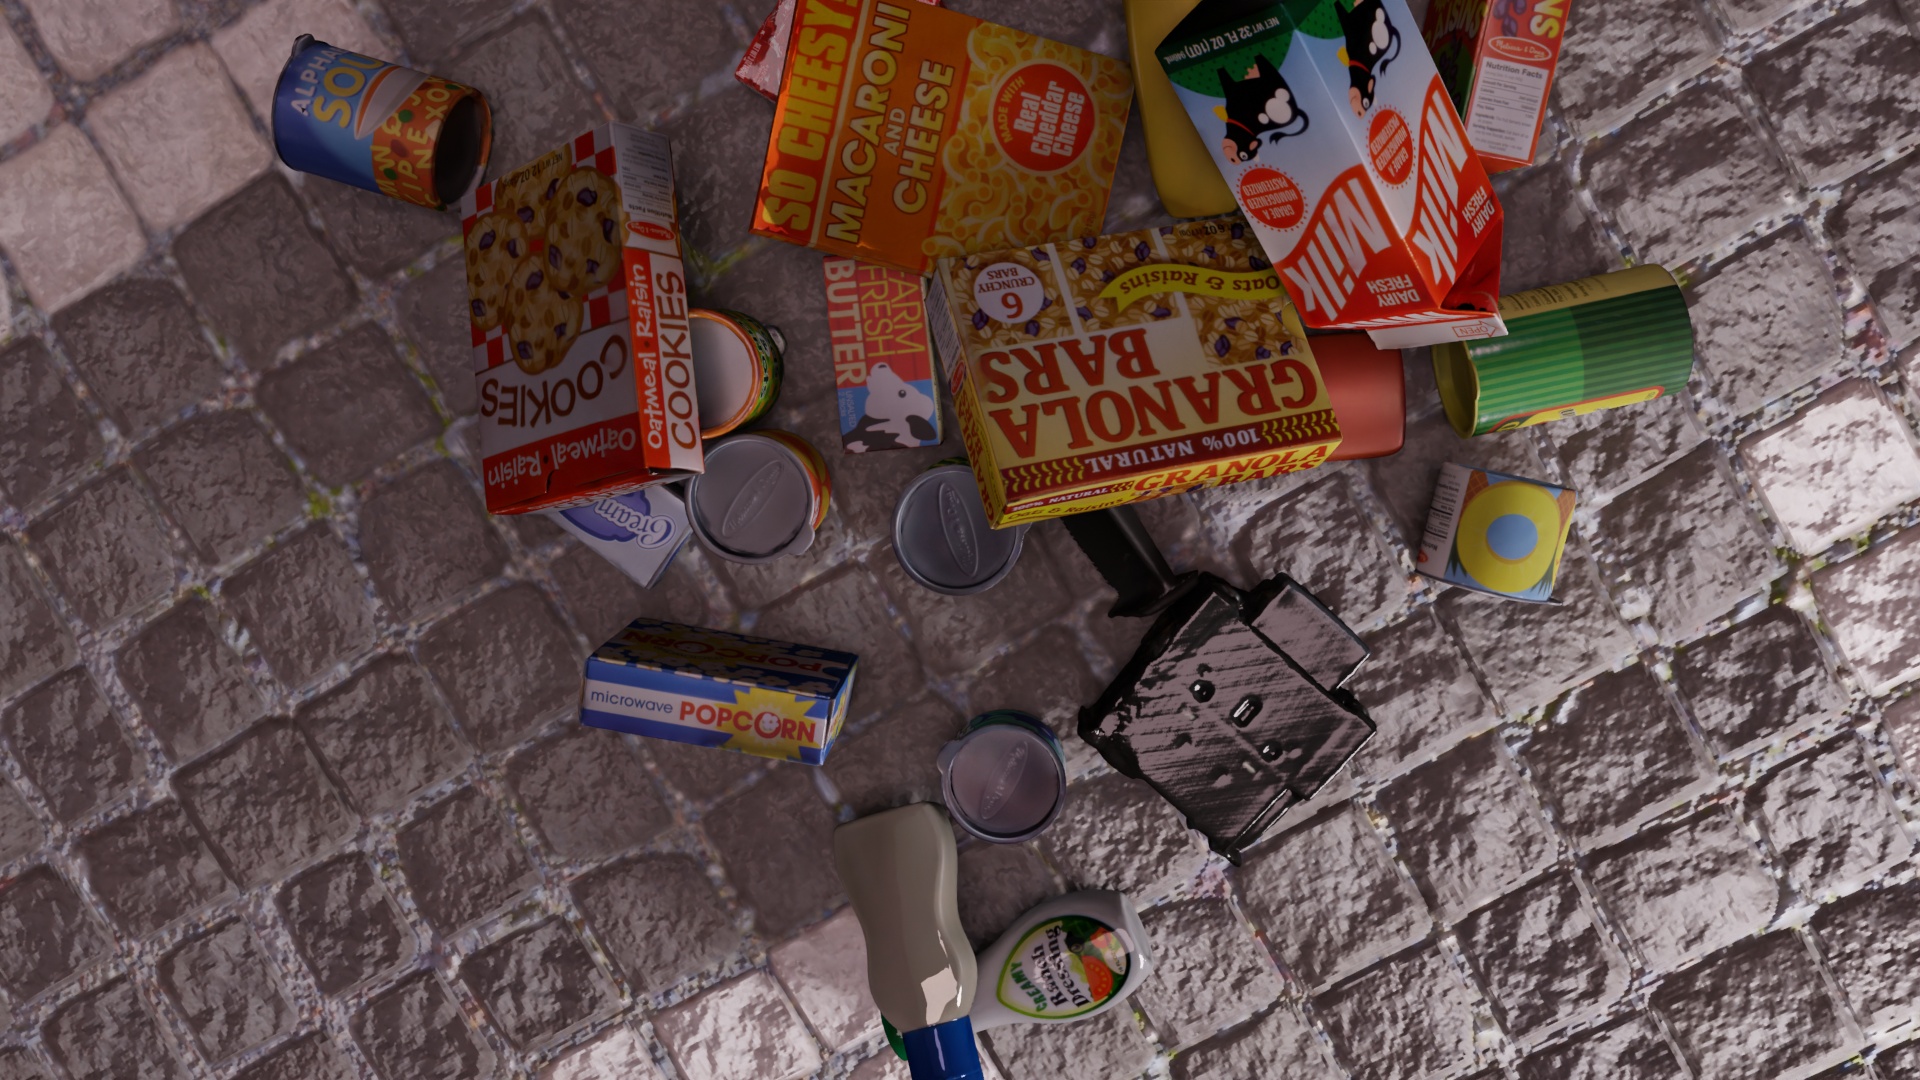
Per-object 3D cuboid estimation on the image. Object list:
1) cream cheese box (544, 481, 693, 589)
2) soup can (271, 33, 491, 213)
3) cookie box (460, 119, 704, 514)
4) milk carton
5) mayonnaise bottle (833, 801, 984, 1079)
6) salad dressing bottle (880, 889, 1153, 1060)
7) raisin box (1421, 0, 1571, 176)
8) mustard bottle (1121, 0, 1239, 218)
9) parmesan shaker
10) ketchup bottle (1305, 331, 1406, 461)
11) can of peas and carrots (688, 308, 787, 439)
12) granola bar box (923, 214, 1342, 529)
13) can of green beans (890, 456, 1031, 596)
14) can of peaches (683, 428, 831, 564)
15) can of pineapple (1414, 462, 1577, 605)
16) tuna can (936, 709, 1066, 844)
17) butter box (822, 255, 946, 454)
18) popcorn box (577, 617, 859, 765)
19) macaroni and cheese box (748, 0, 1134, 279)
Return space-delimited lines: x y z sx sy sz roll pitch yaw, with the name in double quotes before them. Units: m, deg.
"cream cheese box" -0.192 -0.026 0.744 0.104 0.024 0.053 36 99 -1
"soup can" -0.291 -0.211 0.703 0.084 0.071 0.071 16 99 1
"cookie box" -0.189 -0.103 0.680 0.122 0.040 0.167 -11 83 36
"milk carton" 0.174 -0.162 0.613 0.074 0.072 0.190 -50 118 -26
"mayonnaise bottle" -0.022 0.216 0.730 0.065 0.041 0.148 -18 74 13
"salad dressing bottle" 0.029 0.239 0.753 0.147 0.044 0.064 -25 88 9
"raisin box" 0.247 -0.236 0.652 0.040 0.086 0.123 10 98 -3
"mustard bottle" 0.104 -0.235 0.651 0.049 0.066 0.159 -3 120 25
"parmesan shaker" 0.292 -0.091 0.676 0.103 0.071 0.071 -12 97 6
"ketchup bottle" 0.146 -0.070 0.703 0.149 0.043 0.064 -3 90 5
"can of peas and carrots" -0.126 -0.087 0.713 0.071 0.059 0.071 1 98 4
"granola bar box" 0.079 -0.081 0.646 0.166 0.039 0.124 -11 72 -14
"can of green beans" 0.000 -0.009 0.715 0.071 0.058 0.071 1 98 4
"can of peaches" -0.102 -0.023 0.721 0.071 0.058 0.071 0 98 3
"can of pineapple" 0.268 -0.004 0.692 0.071 0.071 0.057 12 99 3
"tuna can" 0.022 0.125 0.744 0.071 0.033 0.071 1 98 4
"butter box" -0.040 -0.099 0.723 0.053 0.024 0.103 -6 98 4
"popcorn box" -0.123 0.076 0.722 0.127 0.085 0.038 9 100 2
"macaroni and cheese box" -0.009 -0.190 0.678 0.166 0.040 0.123 11 97 -14
